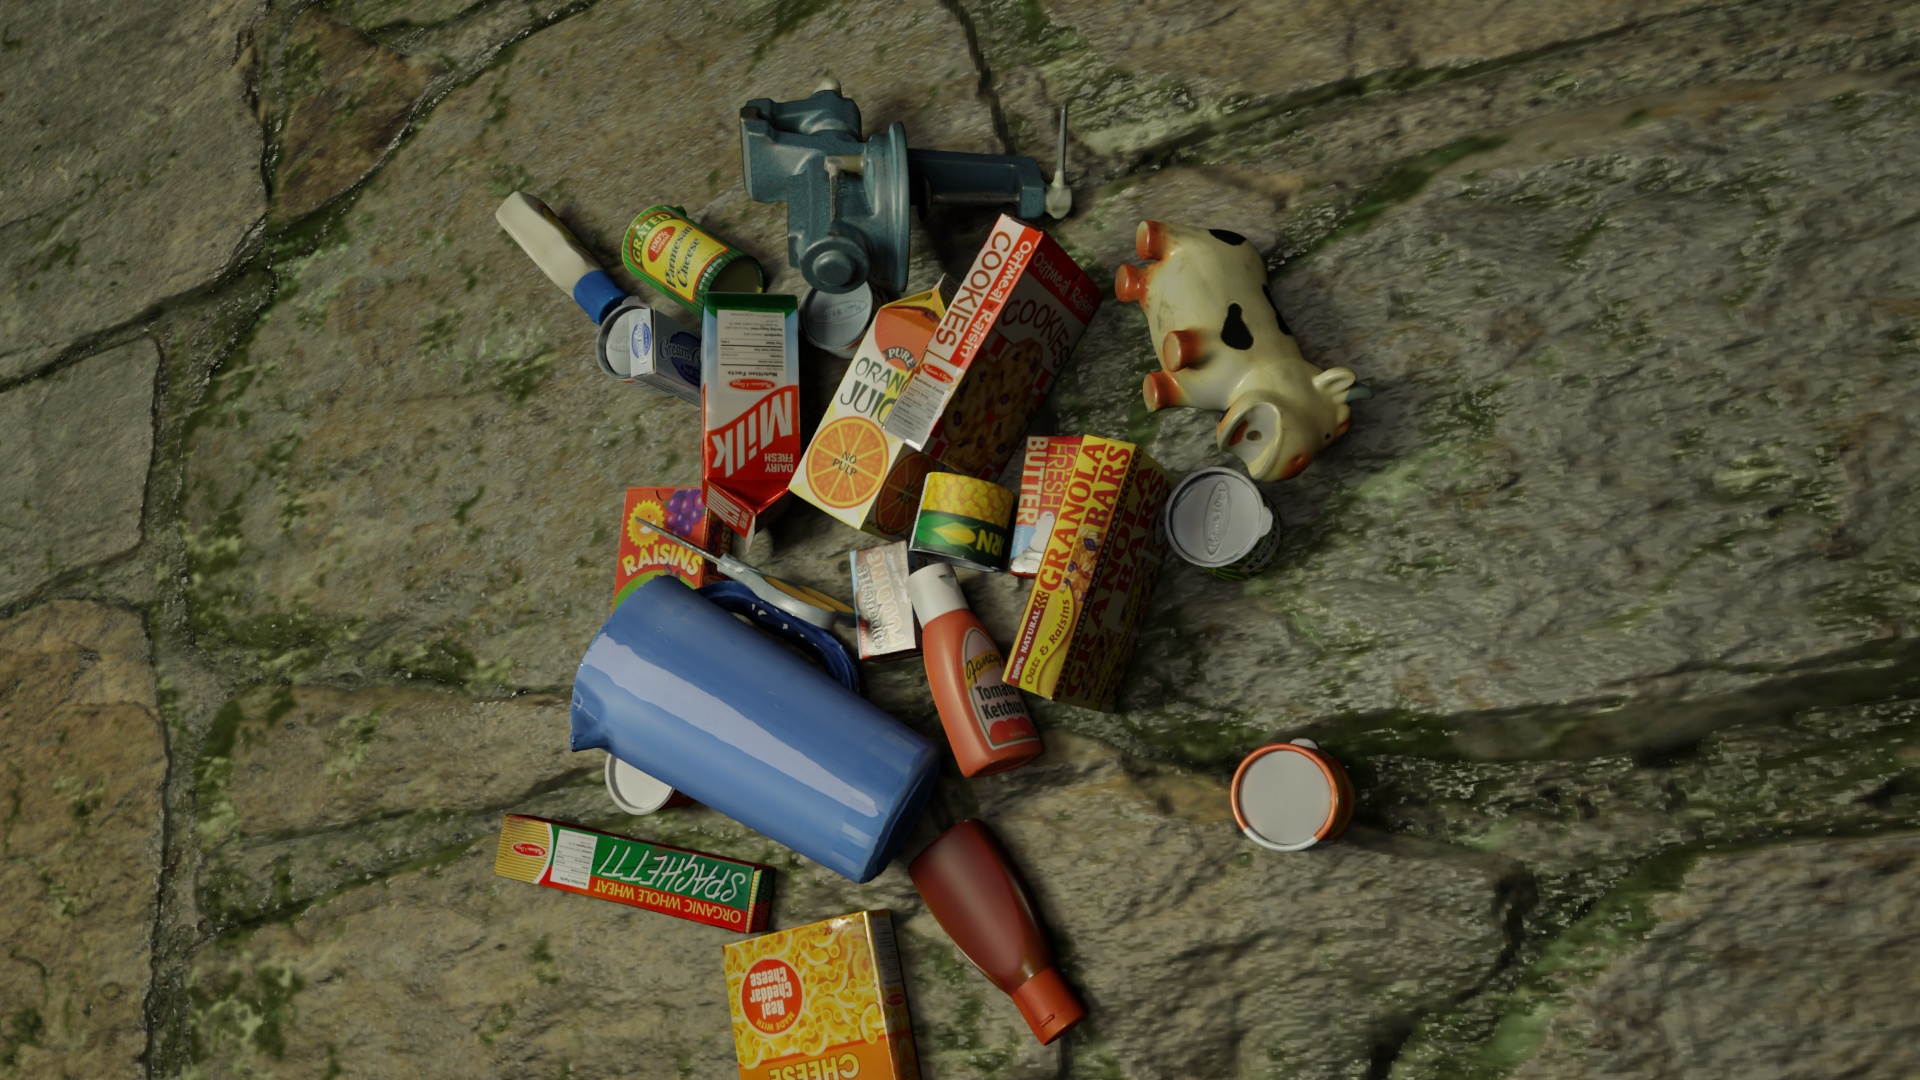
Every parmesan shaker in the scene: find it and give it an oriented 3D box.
[{"bbox_3d":[-0.217,-0.227,1.140,0.103,0.071,0.071,34,94,27],"label":"parmesan shaker"}]

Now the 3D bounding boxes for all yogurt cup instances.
[{"bbox_3d":[-0.229,0.176,1.064,0.072,0.054,0.072,-6,77,24],"label":"yogurt cup"}]

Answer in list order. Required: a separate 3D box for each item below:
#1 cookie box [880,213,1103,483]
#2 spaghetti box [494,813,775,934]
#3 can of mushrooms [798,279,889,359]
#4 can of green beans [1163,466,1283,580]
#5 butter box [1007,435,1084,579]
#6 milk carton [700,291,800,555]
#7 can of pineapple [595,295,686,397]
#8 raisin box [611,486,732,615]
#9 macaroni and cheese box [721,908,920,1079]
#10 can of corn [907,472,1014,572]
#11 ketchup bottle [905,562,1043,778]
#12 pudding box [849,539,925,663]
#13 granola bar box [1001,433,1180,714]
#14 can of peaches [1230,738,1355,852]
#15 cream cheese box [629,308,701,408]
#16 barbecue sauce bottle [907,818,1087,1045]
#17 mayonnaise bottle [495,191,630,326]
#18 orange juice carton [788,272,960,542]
[{"bbox_3d":[0.026,-0.127,0.970,0.040,0.123,0.167,31,93,26],"label":"cookie box"},{"bbox_3d":[-0.255,0.255,1.072,0.250,0.028,0.050,5,81,26],"label":"spaghetti box"},{"bbox_3d":[-0.090,-0.179,1.087,0.071,0.033,0.071,-6,77,25],"label":"can of mushrooms"},{"bbox_3d":[0.173,-0.010,0.912,0.071,0.058,0.071,-6,77,24],"label":"can of green beans"},{"bbox_3d":[0.068,-0.023,0.983,0.053,0.024,0.103,5,81,27],"label":"butter box"},{"bbox_3d":[-0.162,-0.088,1.065,0.073,0.072,0.191,0,75,-12],"label":"milk carton"},{"bbox_3d":[-0.256,-0.158,1.148,0.071,0.058,0.071,-5,77,24],"label":"can of pineapple"},{"bbox_3d":[-0.230,0.020,1.107,0.086,0.040,0.123,-1,78,26],"label":"raisin box"},{"bbox_3d":[-0.094,0.354,0.969,0.123,0.040,0.167,-19,71,20],"label":"macaroni and cheese box"},{"bbox_3d":[0.004,-0.012,0.989,0.071,0.071,0.058,10,83,27],"label":"can of corn"},{"bbox_3d":[0.003,0.089,0.966,0.043,0.065,0.149,-39,65,38],"label":"ketchup bottle"},{"bbox_3d":[-0.051,0.045,1.022,0.049,0.030,0.084,-12,74,23],"label":"pudding box"},{"bbox_3d":[0.090,0.025,0.906,0.039,0.124,0.165,17,86,26],"label":"granola bar box"},{"bbox_3d":[0.206,0.157,0.860,0.071,0.058,0.071,-5,77,25],"label":"can of peaches"},{"bbox_3d":[-0.222,-0.142,1.102,0.024,0.104,0.053,-10,76,22],"label":"cream cheese box"},{"bbox_3d":[0.028,0.263,0.929,0.064,0.043,0.149,-42,65,12],"label":"barbecue sauce bottle"},{"bbox_3d":[-0.340,-0.242,1.206,0.041,0.064,0.148,-47,68,5],"label":"mayonnaise bottle"},{"bbox_3d":[-0.041,-0.101,1.026,0.073,0.072,0.192,28,92,27],"label":"orange juice carton"}]
